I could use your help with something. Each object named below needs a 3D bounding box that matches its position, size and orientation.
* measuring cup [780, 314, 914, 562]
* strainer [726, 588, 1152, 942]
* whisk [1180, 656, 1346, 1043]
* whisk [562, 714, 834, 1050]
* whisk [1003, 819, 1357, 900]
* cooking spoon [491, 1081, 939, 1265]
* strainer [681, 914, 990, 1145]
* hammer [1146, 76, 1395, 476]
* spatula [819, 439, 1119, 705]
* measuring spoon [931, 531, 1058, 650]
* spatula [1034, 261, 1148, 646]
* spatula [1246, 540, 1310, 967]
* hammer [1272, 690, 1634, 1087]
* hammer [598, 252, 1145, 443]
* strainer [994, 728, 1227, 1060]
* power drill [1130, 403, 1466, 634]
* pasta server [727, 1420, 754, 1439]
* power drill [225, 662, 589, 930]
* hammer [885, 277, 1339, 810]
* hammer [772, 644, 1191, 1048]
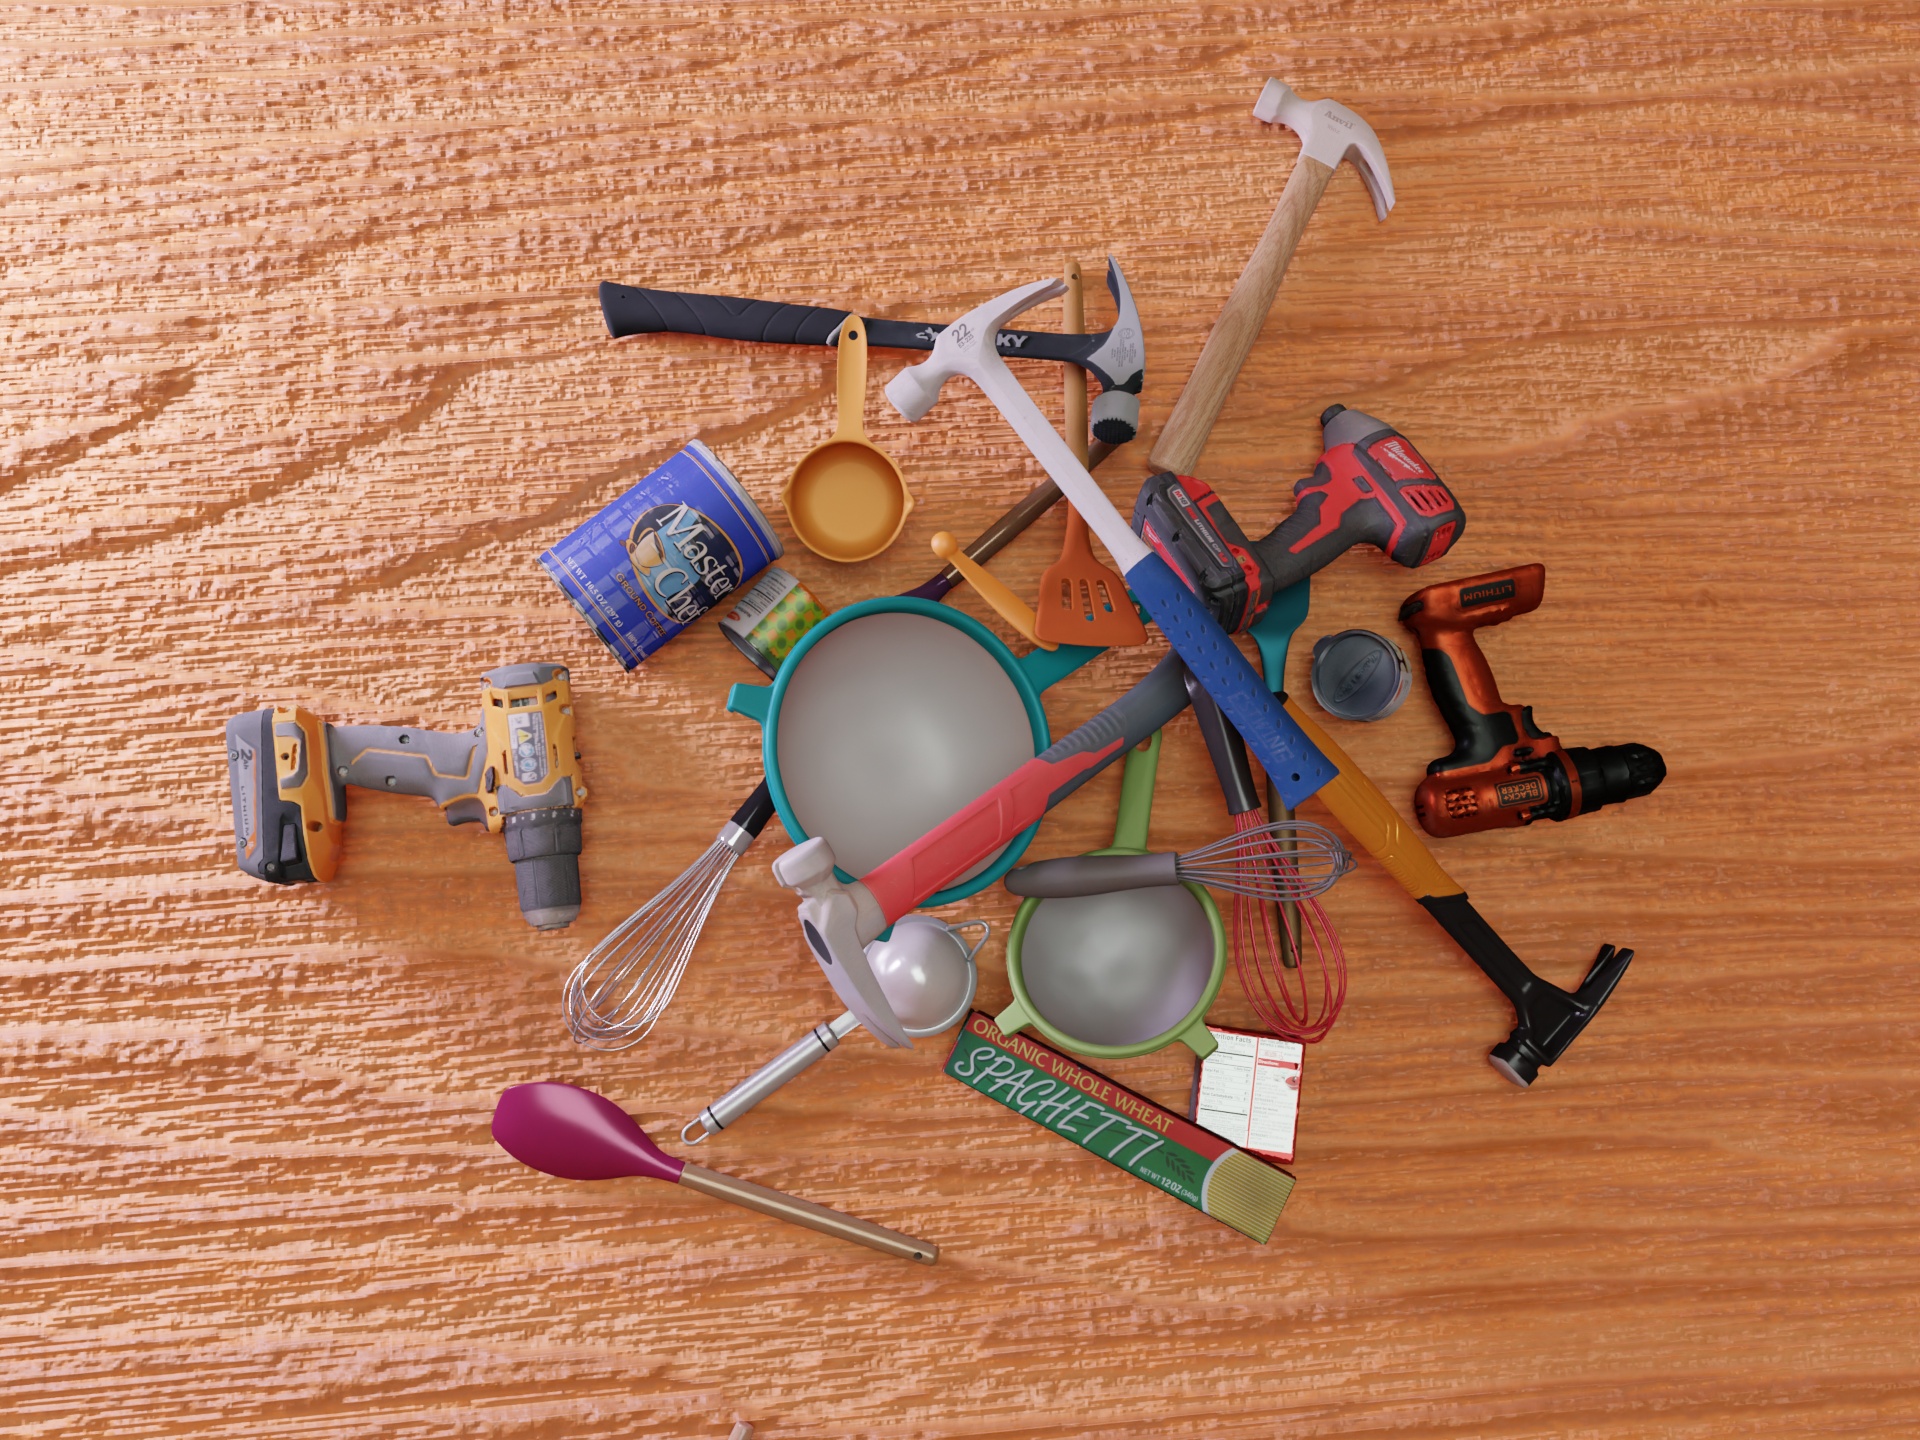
[{"bbox_3d":[-0.079,-0.201,1.148,0.095,0.052,0.173,2,96,-1],"label":"measuring cup"},{"bbox_3d":[-0.002,-0.004,1.130,0.340,0.095,0.211,-33,95,-29],"label":"strainer"},{"bbox_3d":[0.205,0.081,1.107,0.073,0.073,0.296,-16,87,-6],"label":"whisk"},{"bbox_3d":[-0.177,0.108,1.112,0.070,0.070,0.285,36,75,3],"label":"whisk"},{"bbox_3d":[0.144,0.101,1.066,0.239,0.055,0.055,-6,81,17],"label":"whisk"},{"bbox_3d":[-0.166,0.318,1.088,0.319,0.017,0.068,19,100,-3],"label":"cooking spoon"},{"bbox_3d":[-0.086,0.216,1.106,0.258,0.050,0.087,-36,78,-5],"label":"strainer"},{"bbox_3d":[0.229,-0.329,1.218,0.130,0.031,0.331,26,80,1],"label":"hammer"},{"bbox_3d":[0.009,-0.117,1.170,0.316,0.018,0.059,-42,128,-12],"label":"spatula"},{"bbox_3d":[0.026,-0.090,1.104,0.117,0.011,0.021,42,57,-6],"label":"measuring spoon"},{"bbox_3d":[0.088,-0.198,1.163,0.081,0.041,0.323,2,72,-8],"label":"spatula"},{"bbox_3d":[0.231,0.021,1.166,0.082,0.044,0.317,-2,85,-4],"label":"spatula"},{"bbox_3d":[0.326,0.101,1.112,0.336,0.034,0.127,45,82,-10],"label":"hammer"},{"bbox_3d":[-0.067,-0.292,1.172,0.409,0.036,0.149,6,66,4],"label":"hammer"},{"bbox_3d":[0.120,0.123,1.128,0.151,0.069,0.257,3,62,17],"label":"strainer"},{"bbox_3d":[0.241,-0.152,1.157,0.219,0.078,0.143,-22,62,-15],"label":"power drill"},{"bbox_3d":[-0.206,0.614,1.033,0.060,0.040,0.316,27,79,-11],"label":"pasta server"},{"bbox_3d":[-0.371,0.064,1.094,0.226,0.084,0.185,-8,83,-9],"label":"power drill"},{"bbox_3d":[0.118,-0.118,1.072,0.144,0.035,0.405,-39,80,17],"label":"hammer"},{"bbox_3d":[0.058,0.059,1.071,0.386,0.038,0.143,-33,100,-31],"label":"hammer"}]
